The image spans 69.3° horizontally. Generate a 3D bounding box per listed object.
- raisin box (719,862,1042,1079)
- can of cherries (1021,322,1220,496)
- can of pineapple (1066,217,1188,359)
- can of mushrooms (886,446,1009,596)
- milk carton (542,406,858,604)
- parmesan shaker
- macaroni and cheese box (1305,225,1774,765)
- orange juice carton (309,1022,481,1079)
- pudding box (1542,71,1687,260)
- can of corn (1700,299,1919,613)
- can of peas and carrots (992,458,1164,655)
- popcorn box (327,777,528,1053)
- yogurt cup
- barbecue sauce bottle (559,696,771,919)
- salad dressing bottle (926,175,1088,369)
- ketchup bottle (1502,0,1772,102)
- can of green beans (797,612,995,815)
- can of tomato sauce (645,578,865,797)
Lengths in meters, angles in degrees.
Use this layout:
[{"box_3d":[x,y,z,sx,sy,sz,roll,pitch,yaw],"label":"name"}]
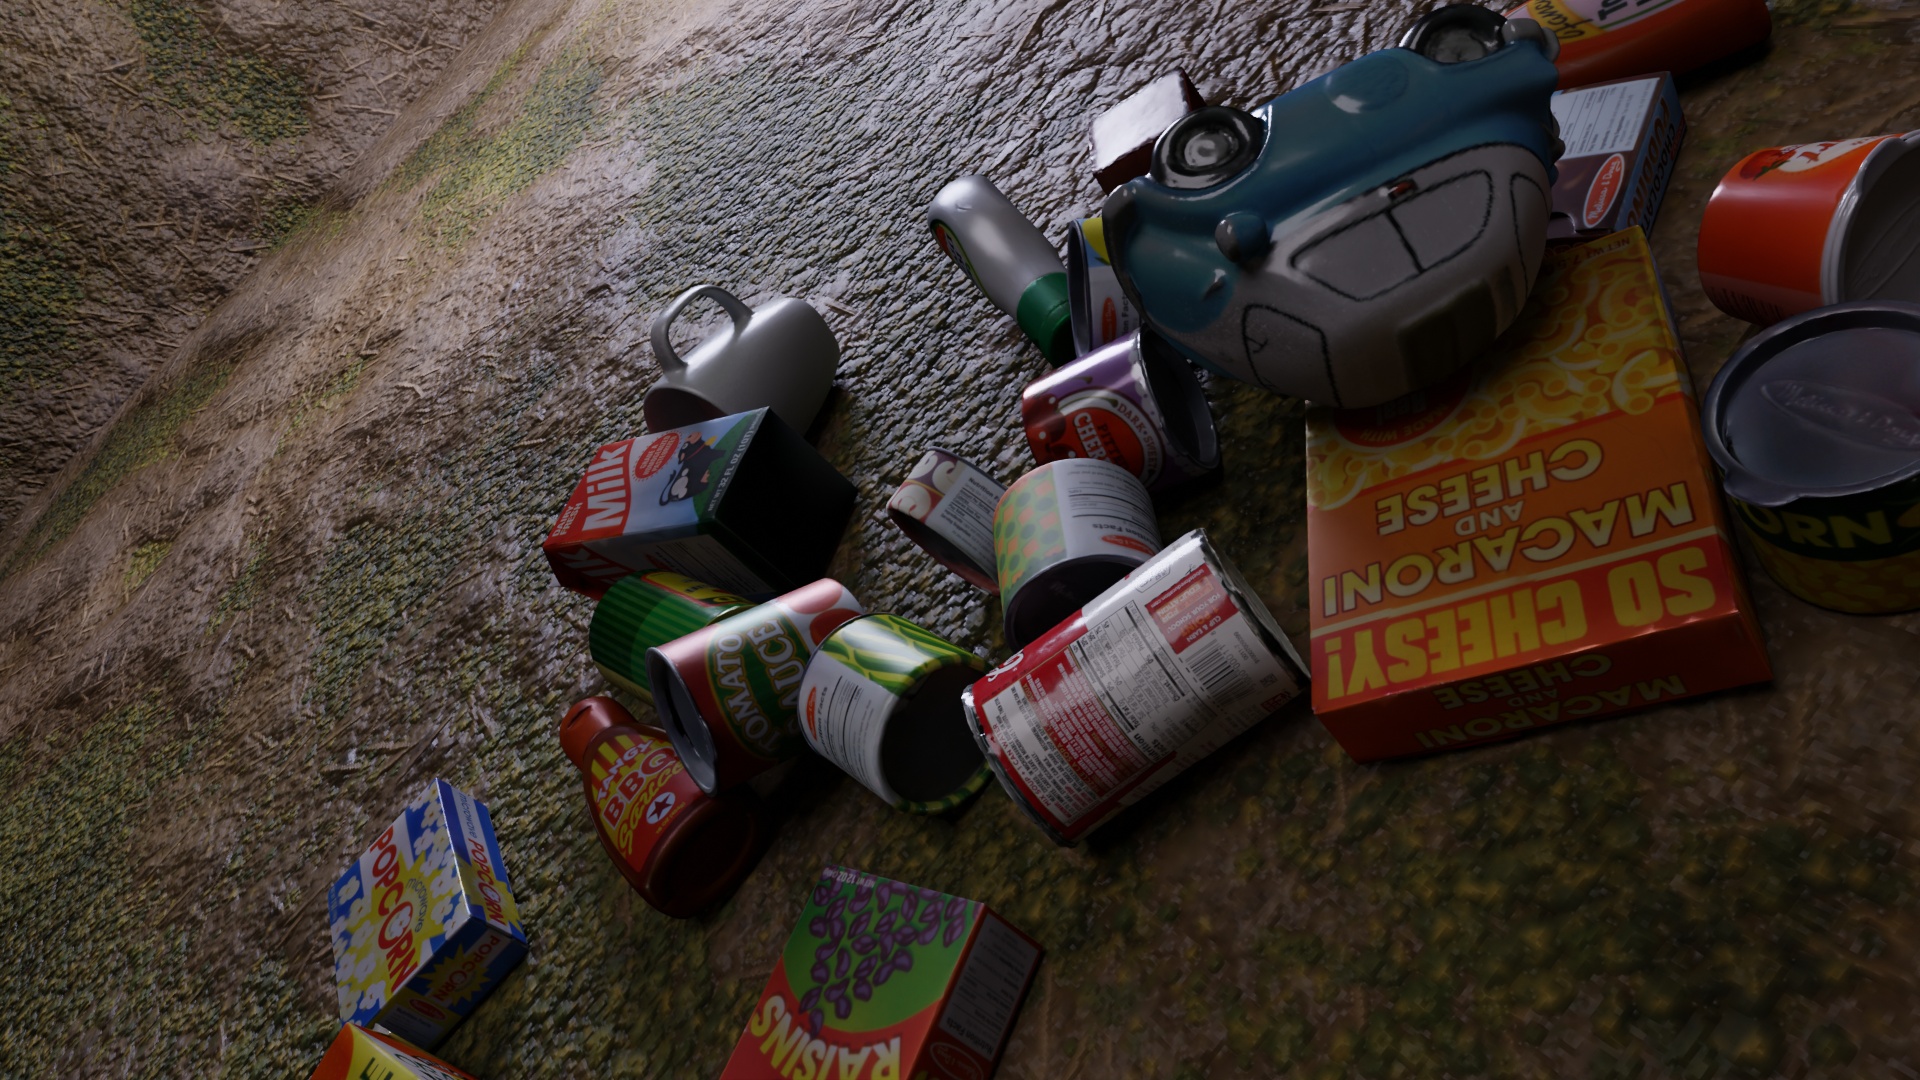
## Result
[{"box_3d":[-0.036,0.180,0.474,0.086,0.040,0.124,0,54,44],"label":"raisin box"},{"box_3d":[0.066,-0.048,0.574,0.058,0.071,0.072,-24,40,27],"label":"can of cherries"},{"box_3d":[0.079,-0.111,0.611,0.058,0.070,0.071,-5,42,-2],"label":"can of pineapple"},{"box_3d":[0.002,-0.008,0.601,0.033,0.071,0.071,-54,36,-10],"label":"can of mushrooms"},{"box_3d":[-0.155,-0.010,0.751,0.190,0.073,0.073,-8,50,41],"label":"milk carton"},{"box_3d":[-0.130,0.052,0.666,0.103,0.071,0.071,14,66,50],"label":"parmesan shaker"},{"box_3d":[0.179,-0.016,0.456,0.123,0.040,0.167,-20,42,32],"label":"macaroni and cheese box"},{"box_3d":[-0.217,0.252,0.553,0.192,0.073,0.072,3,57,47],"label":"orange juice carton"},{"box_3d":[0.236,-0.135,0.526,0.049,0.030,0.084,4,58,45],"label":"pudding box"},{"box_3d":[0.244,-0.020,0.379,0.071,0.058,0.071,-26,40,24],"label":"can of corn"},{"box_3d":[0.046,0.012,0.539,0.071,0.071,0.059,-30,38,20],"label":"can of peas and carrots"},{"box_3d":[-0.270,0.189,0.697,0.085,0.038,0.127,-46,36,-2],"label":"popcorn box"},{"box_3d":[0.267,-0.091,0.425,0.072,0.072,0.054,-48,28,-3],"label":"yogurt cup"},{"box_3d":[-0.145,0.114,0.643,0.065,0.043,0.149,-48,35,-13],"label":"barbecue sauce bottle"},{"box_3d":[0.030,-0.137,0.709,0.044,0.064,0.148,-36,44,3],"label":"salad dressing bottle"},{"box_3d":[0.244,-0.199,0.571,0.148,0.043,0.065,-19,42,32],"label":"ketchup bottle"},{"box_3d":[-0.022,0.068,0.549,0.071,0.071,0.058,-54,37,-12],"label":"can of green beans"},{"box_3d":[-0.080,0.060,0.585,0.083,0.071,0.071,-23,27,-26],"label":"can of tomato sauce"}]
